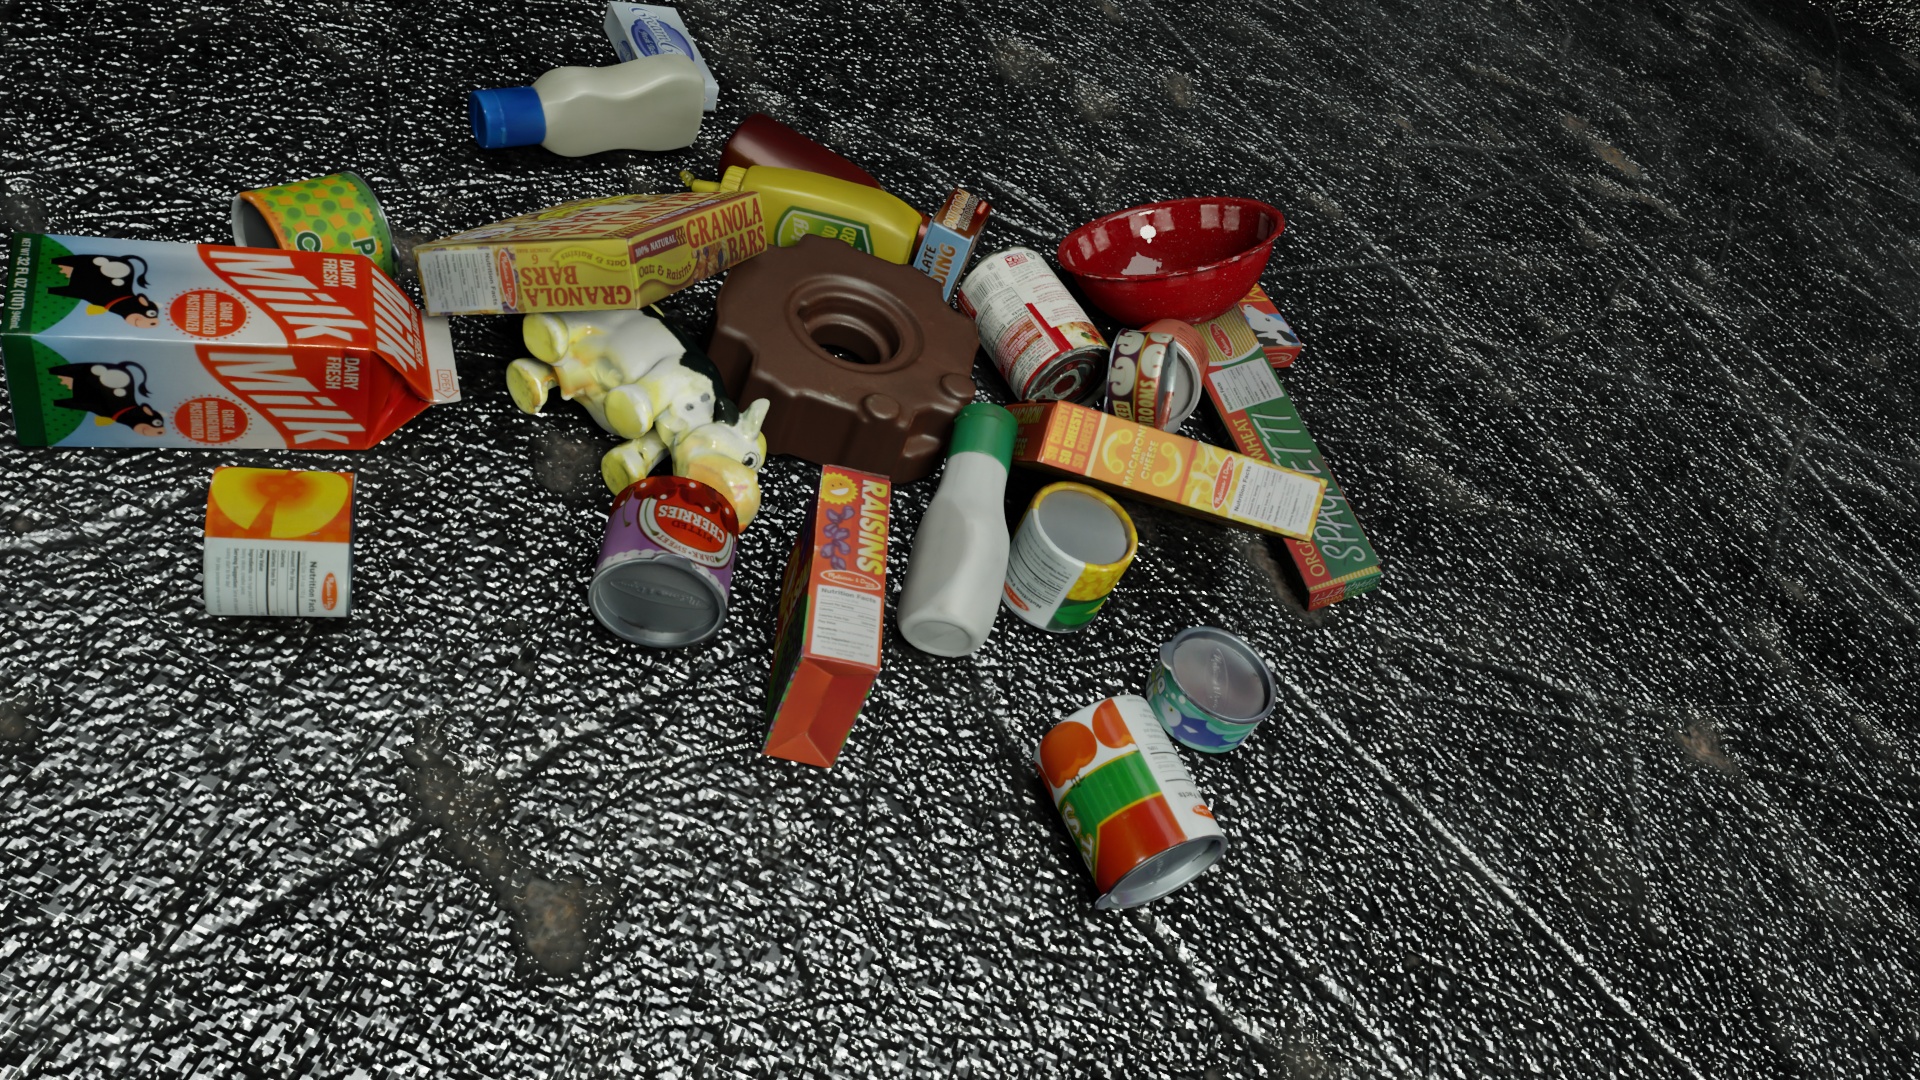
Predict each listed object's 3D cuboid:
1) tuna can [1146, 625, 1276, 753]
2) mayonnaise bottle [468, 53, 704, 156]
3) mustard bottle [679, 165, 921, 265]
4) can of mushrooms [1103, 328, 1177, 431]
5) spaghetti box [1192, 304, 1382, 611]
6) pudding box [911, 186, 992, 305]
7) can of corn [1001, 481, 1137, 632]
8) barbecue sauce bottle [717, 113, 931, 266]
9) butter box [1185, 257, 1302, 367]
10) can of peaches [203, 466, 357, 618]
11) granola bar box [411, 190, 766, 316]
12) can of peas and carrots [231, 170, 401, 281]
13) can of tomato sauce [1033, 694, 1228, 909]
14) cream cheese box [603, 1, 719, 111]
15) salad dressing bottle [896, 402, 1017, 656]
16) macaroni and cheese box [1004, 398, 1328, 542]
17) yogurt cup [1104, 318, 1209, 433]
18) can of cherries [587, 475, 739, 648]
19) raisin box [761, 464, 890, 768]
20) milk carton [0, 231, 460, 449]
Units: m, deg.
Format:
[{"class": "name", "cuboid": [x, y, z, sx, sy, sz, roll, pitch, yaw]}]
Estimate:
[{"class": "tuna can", "cuboid": [0.137, 0.082, 0.775, 0.071, 0.032, 0.071, 14, 45, -14]}, {"class": "mayonnaise bottle", "cuboid": [-0.244, -0.284, 0.914, 0.148, 0.064, 0.041, -17, 60, -32]}, {"class": "mustard bottle", "cuboid": [-0.109, -0.211, 0.912, 0.160, 0.065, 0.049, 17, 39, -3]}, {"class": "can of mushrooms", "cuboid": [0.114, -0.098, 0.878, 0.033, 0.070, 0.071, 9, 41, 17]}, {"class": "spaghetti box", "cuboid": [0.207, -0.063, 0.933, 0.050, 0.028, 0.251, -17, 54, -1]}, {"class": "pudding box", "cuboid": [-0.012, -0.183, 0.914, 0.030, 0.083, 0.050, 27, 44, 0]}, {"class": "can of corn", "cuboid": [0.061, 0.008, 0.790, 0.071, 0.058, 0.071, 13, 46, -14]}, {"class": "barbecue sauce bottle", "cuboid": [-0.089, -0.239, 0.958, 0.148, 0.043, 0.065, 28, 43, 0]}, {"class": "butter box", "cuboid": [0.210, -0.174, 1.054, 0.053, 0.024, 0.104, -7, 53, -29]}, {"class": "can of peaches", "cuboid": [-0.302, 0.000, 0.620, 0.058, 0.071, 0.071, 2, 49, -23]}, {"class": "granola bar box", "cuboid": [-0.196, -0.161, 0.765, 0.124, 0.039, 0.166, 1, 22, 16]}, {"class": "can of peas and carrots", "cuboid": [-0.345, -0.158, 0.744, 0.059, 0.070, 0.071, -28, 66, -40]}, {"class": "can of tomato sauce", "cuboid": [0.080, 0.129, 0.684, 0.071, 0.070, 0.083, -7, 53, -30]}, {"class": "cream cheese box", "cuboid": [-0.219, -0.353, 1.015, 0.053, 0.024, 0.104, -8, 54, -33]}, {"class": "salad dressing bottle", "cuboid": [0.003, -0.010, 0.763, 0.044, 0.064, 0.148, 32, 52, -27]}, {"class": "macaroni and cheese box", "cuboid": [0.113, -0.043, 0.825, 0.166, 0.040, 0.124, 16, 1, -12]}, {"class": "yogurt cup", "cuboid": [0.135, -0.116, 0.937, 0.072, 0.072, 0.054, 33, 36, 6]}, {"class": "can of cherries", "cuboid": [-0.143, 0.009, 0.682, 0.071, 0.071, 0.059, 14, 45, -13]}, {"class": "raisin box", "cuboid": [-0.065, 0.036, 0.685, 0.040, 0.085, 0.124, 12, 46, -13]}, {"class": "milk carton", "cuboid": [-0.348, -0.094, 0.678, 0.191, 0.073, 0.072, -2, 51, -27]}]
